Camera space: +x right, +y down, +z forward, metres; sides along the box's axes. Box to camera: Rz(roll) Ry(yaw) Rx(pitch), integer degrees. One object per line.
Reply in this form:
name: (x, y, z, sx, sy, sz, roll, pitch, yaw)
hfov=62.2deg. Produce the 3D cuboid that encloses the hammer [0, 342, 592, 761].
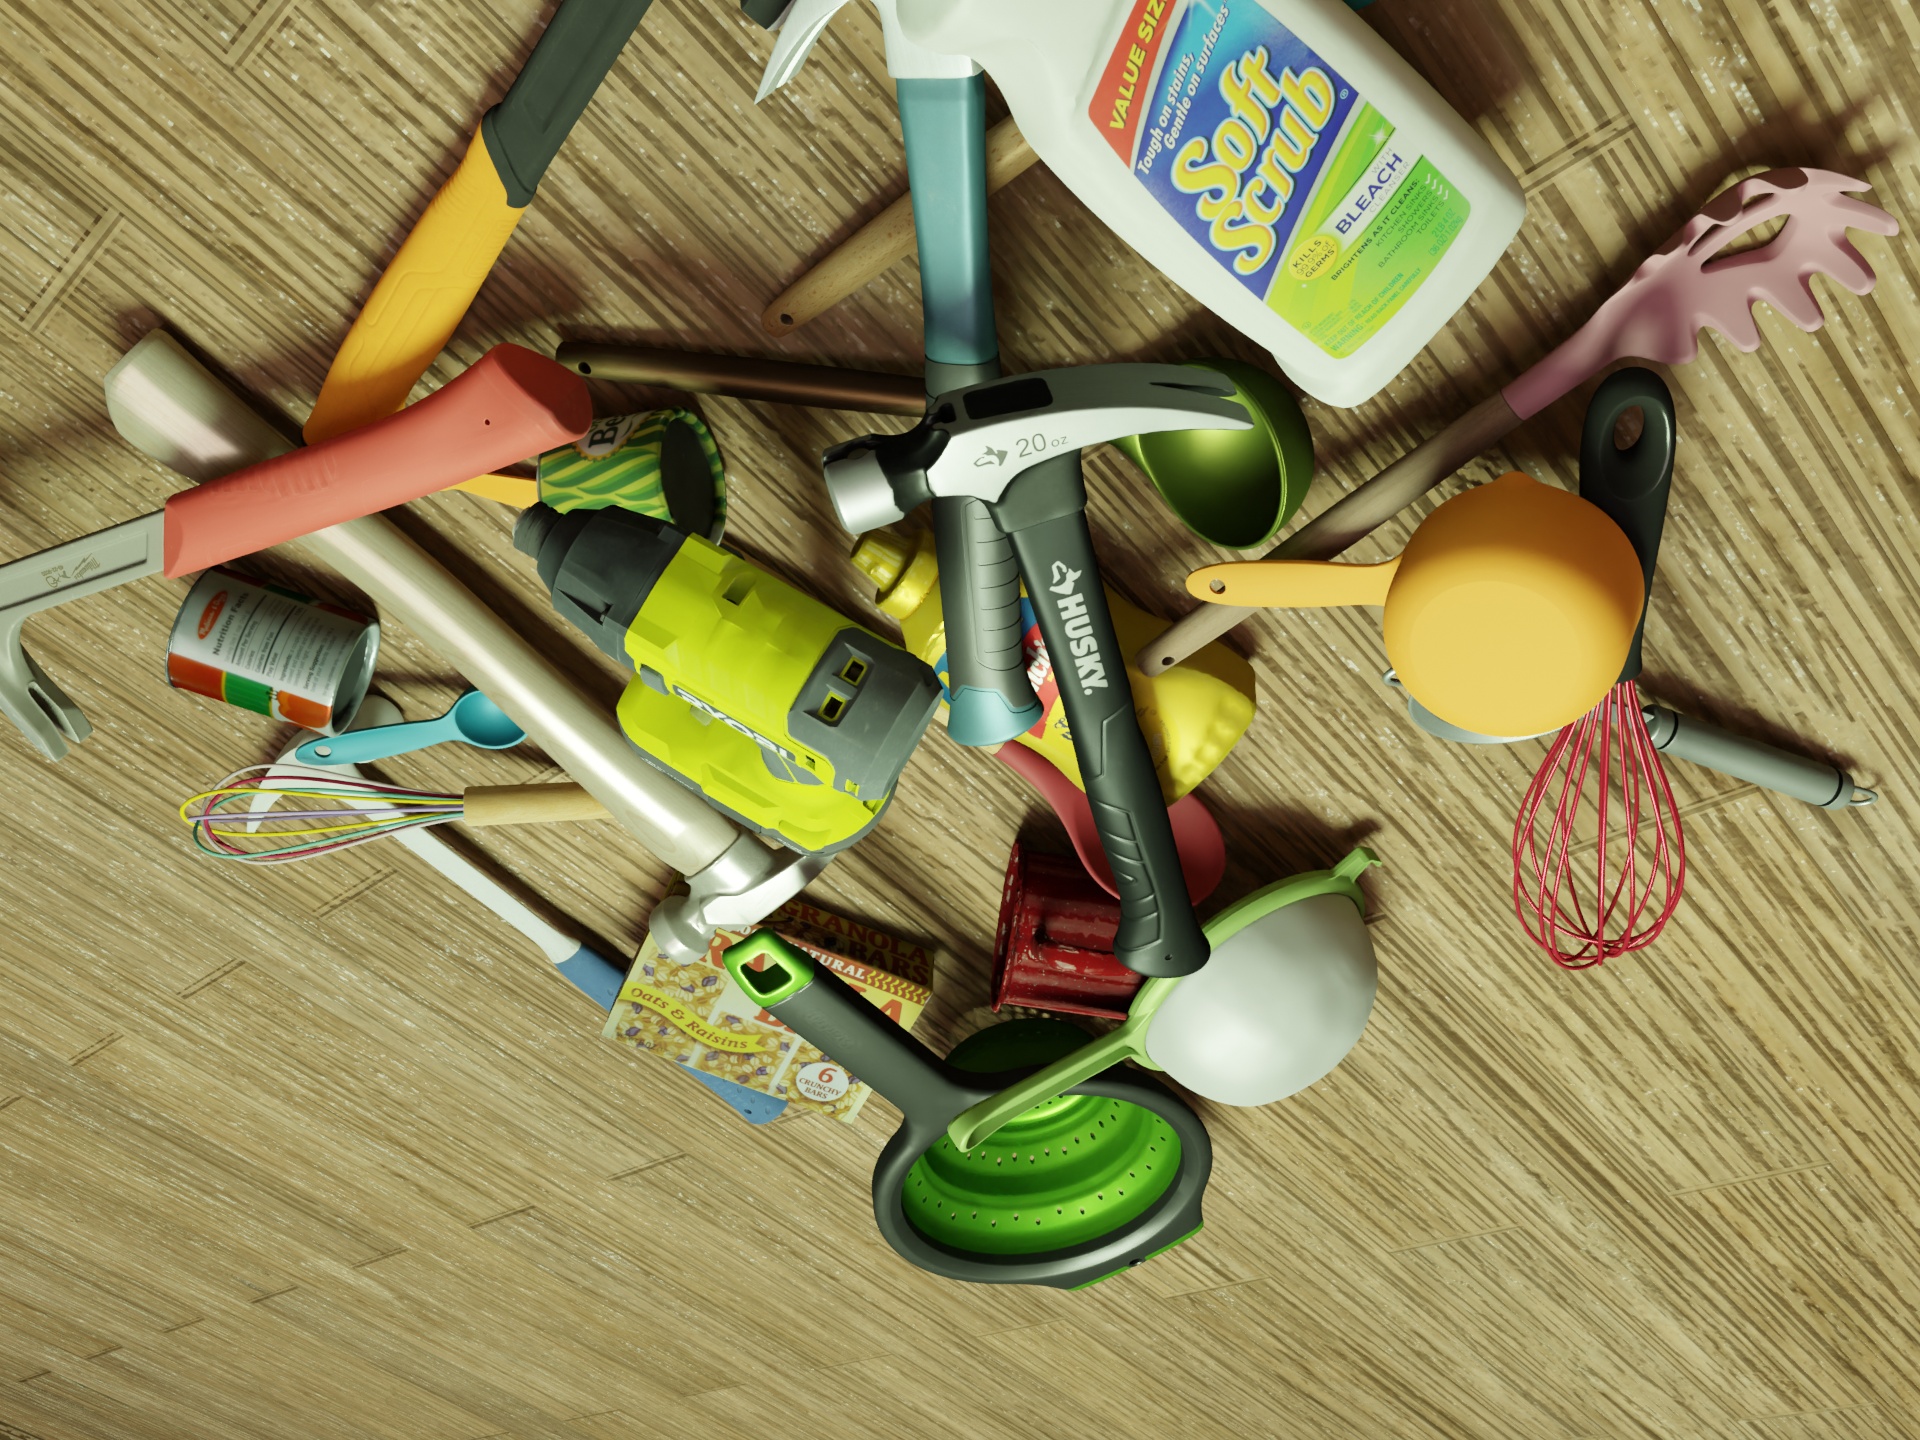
hammer: (-0.318, -0.083, 0.709, 0.359, 0.037, 0.149, -13, 118, 20)

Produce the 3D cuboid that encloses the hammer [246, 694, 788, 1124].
hammer: (-0.258, 0.139, 0.996, 0.144, 0.035, 0.405, -23, 126, 32)

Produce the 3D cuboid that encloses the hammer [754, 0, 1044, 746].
hammer: (0.003, -0.125, 0.595, 0.128, 0.033, 0.330, 8, 129, 17)

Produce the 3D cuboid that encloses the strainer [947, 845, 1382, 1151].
strainer: (0.119, 0.171, 0.805, 0.256, 0.069, 0.151, -24, 143, -20)

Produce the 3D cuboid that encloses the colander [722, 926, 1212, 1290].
colander: (-0.002, 0.203, 0.926, 0.204, 0.095, 0.396, -32, 128, 16)

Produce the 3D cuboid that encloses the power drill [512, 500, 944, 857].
power drill: (-0.096, -0.016, 0.678, 0.171, 0.080, 0.223, 30, 167, 4)

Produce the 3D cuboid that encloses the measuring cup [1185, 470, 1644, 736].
measuring cup: (0.162, -0.039, 0.598, 0.174, 0.052, 0.095, 4, 124, 26)

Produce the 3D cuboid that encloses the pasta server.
pasta server: (0.189, -0.099, 0.606, 0.060, 0.040, 0.316, 34, 126, -30)

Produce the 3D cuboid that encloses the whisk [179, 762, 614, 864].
whisk: (-0.290, 0.047, 0.859, 0.245, 0.051, 0.047, -2, 121, -11)

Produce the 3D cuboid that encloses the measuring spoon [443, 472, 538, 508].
measuring spoon: (-0.196, -0.108, 0.744, 0.117, 0.011, 0.021, 12, 138, -3)

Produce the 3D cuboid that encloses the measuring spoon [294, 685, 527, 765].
measuring spoon: (-0.292, 0.002, 0.850, 0.128, 0.021, 0.042, -11, 132, 1)

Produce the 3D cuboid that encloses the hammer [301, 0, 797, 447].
hammer: (-0.193, -0.207, 0.618, 0.127, 0.034, 0.337, 33, 134, -21)

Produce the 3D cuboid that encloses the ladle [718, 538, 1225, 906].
ladle: (-0.001, -0.002, 0.779, 0.315, 0.069, 0.031, 34, 160, -14)

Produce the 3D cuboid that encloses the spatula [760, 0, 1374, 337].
spatula: (0.037, -0.218, 0.559, 0.317, 0.044, 0.082, -24, 128, 39)

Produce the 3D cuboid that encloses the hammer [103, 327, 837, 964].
hammer: (-0.229, -0.039, 0.789, 0.146, 0.038, 0.410, -37, 115, 18)

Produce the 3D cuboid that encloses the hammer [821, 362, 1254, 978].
hammer: (0.065, 0.000, 0.655, 0.146, 0.035, 0.334, -18, 133, 4)

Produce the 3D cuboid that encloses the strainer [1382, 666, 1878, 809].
strainer: (0.300, -0.001, 0.707, 0.258, 0.050, 0.086, 18, 145, -13)

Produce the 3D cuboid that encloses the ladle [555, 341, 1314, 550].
ladle: (-0.018, -0.125, 0.646, 0.320, 0.062, 0.078, 8, 134, 9)

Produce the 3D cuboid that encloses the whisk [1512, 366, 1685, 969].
whisk: (0.260, -0.007, 0.638, 0.073, 0.073, 0.295, -2, 129, 16)
